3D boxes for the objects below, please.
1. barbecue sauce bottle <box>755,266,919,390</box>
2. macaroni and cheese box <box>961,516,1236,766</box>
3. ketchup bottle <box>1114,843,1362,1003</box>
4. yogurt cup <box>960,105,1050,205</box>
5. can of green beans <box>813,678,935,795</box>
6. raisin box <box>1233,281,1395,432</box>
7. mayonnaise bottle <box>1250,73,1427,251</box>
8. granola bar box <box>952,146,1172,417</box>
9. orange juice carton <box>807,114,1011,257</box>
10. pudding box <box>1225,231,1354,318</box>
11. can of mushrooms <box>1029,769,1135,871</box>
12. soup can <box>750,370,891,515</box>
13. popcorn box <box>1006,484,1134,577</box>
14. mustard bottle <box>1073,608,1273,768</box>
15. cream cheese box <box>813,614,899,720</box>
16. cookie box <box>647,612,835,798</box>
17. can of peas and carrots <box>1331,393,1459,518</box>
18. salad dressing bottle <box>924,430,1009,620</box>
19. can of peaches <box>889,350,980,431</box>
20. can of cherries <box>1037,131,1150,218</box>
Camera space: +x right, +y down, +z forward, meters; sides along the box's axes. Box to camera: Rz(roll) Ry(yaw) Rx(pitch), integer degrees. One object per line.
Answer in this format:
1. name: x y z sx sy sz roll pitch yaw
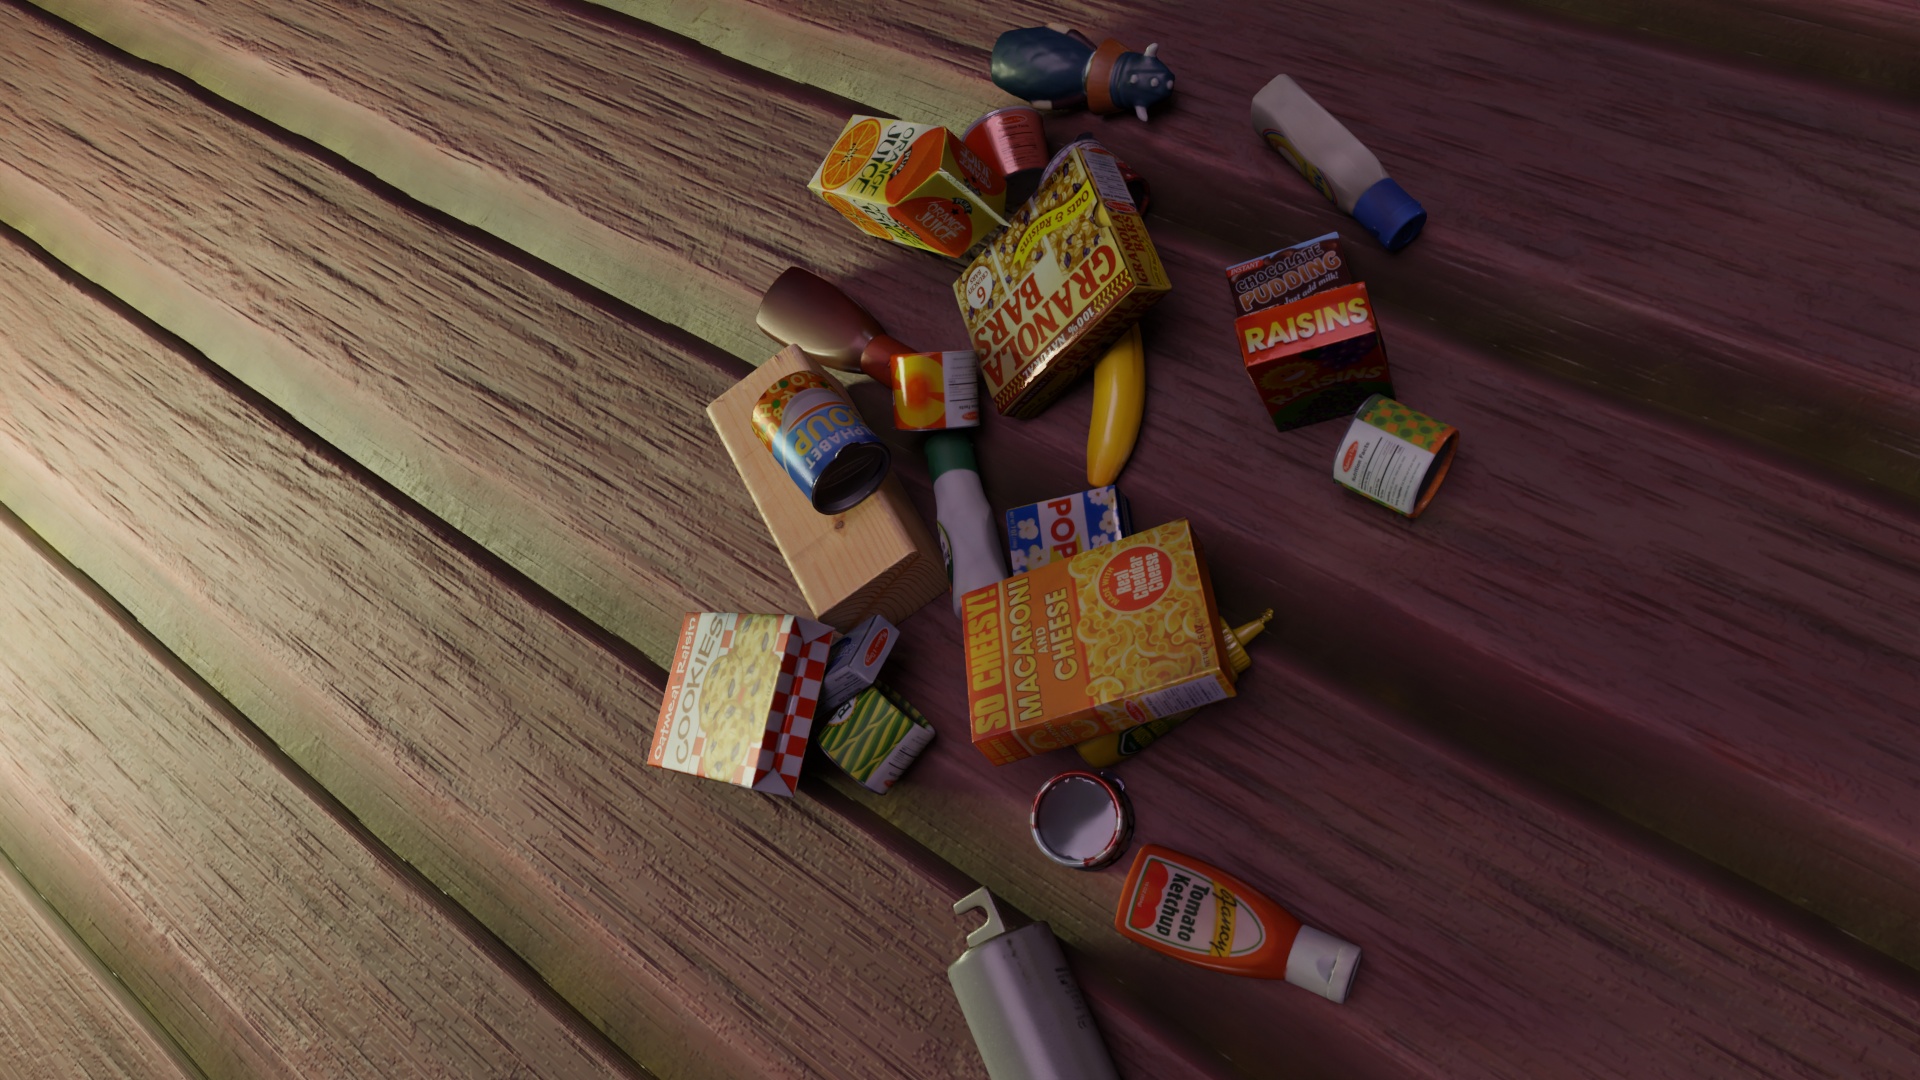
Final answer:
1. barbecue sauce bottle: -0.095 -0.166 1.124 0.149 0.043 0.065 32 89 27
2. macaroni and cheese box: 0.086 0.068 0.913 0.166 0.040 0.124 -20 48 18
3. ketchup bottle: 0.176 0.247 0.881 0.149 0.043 0.065 17 81 26
4. yogurt cup: 0.040 -0.302 1.100 0.072 0.072 0.054 -21 75 16
5. can of green beans: -0.061 0.140 1.000 0.071 0.071 0.058 41 92 27
6. raisin box: 0.239 -0.120 0.925 0.086 0.123 0.040 -14 70 19
7. mayonnaise bottle: 0.270 -0.269 0.995 0.041 0.064 0.148 -40 67 6
8. granola bar box: 0.068 -0.185 1.019 0.164 0.039 0.124 -42 58 43
9. orange juice carton: -0.034 -0.274 1.075 0.073 0.071 0.193 -58 37 -1
10. pudding box: 0.238 -0.183 0.998 0.083 0.030 0.050 -15 68 17
11. can of mushrooms: 0.084 0.188 0.944 0.071 0.033 0.071 -7 71 21
12. soup can: -0.099 -0.072 0.980 0.071 0.071 0.084 -44 63 5
13. popcorn box: 0.084 0.031 0.990 0.085 0.038 0.127 -13 69 18
14. mustard bottle: 0.144 0.093 0.933 0.160 0.065 0.049 -34 59 6
15. cream cheese box: -0.090 0.096 1.010 0.103 0.024 0.054 -35 19 44
16. cookie box: -0.165 0.117 1.025 0.167 0.040 0.123 -3 70 52
17. can of peas and carrots: 0.289 -0.057 0.919 0.059 0.071 0.071 30 87 27
18. salad dressing bottle: 0.004 -0.013 1.026 0.044 0.064 0.148 -13 58 1
19. can of peaches: -0.021 -0.114 1.054 0.071 0.071 0.058 0 99 23
20. can of cherries: 0.102 -0.265 1.057 0.071 0.071 0.058 -45 63 4
